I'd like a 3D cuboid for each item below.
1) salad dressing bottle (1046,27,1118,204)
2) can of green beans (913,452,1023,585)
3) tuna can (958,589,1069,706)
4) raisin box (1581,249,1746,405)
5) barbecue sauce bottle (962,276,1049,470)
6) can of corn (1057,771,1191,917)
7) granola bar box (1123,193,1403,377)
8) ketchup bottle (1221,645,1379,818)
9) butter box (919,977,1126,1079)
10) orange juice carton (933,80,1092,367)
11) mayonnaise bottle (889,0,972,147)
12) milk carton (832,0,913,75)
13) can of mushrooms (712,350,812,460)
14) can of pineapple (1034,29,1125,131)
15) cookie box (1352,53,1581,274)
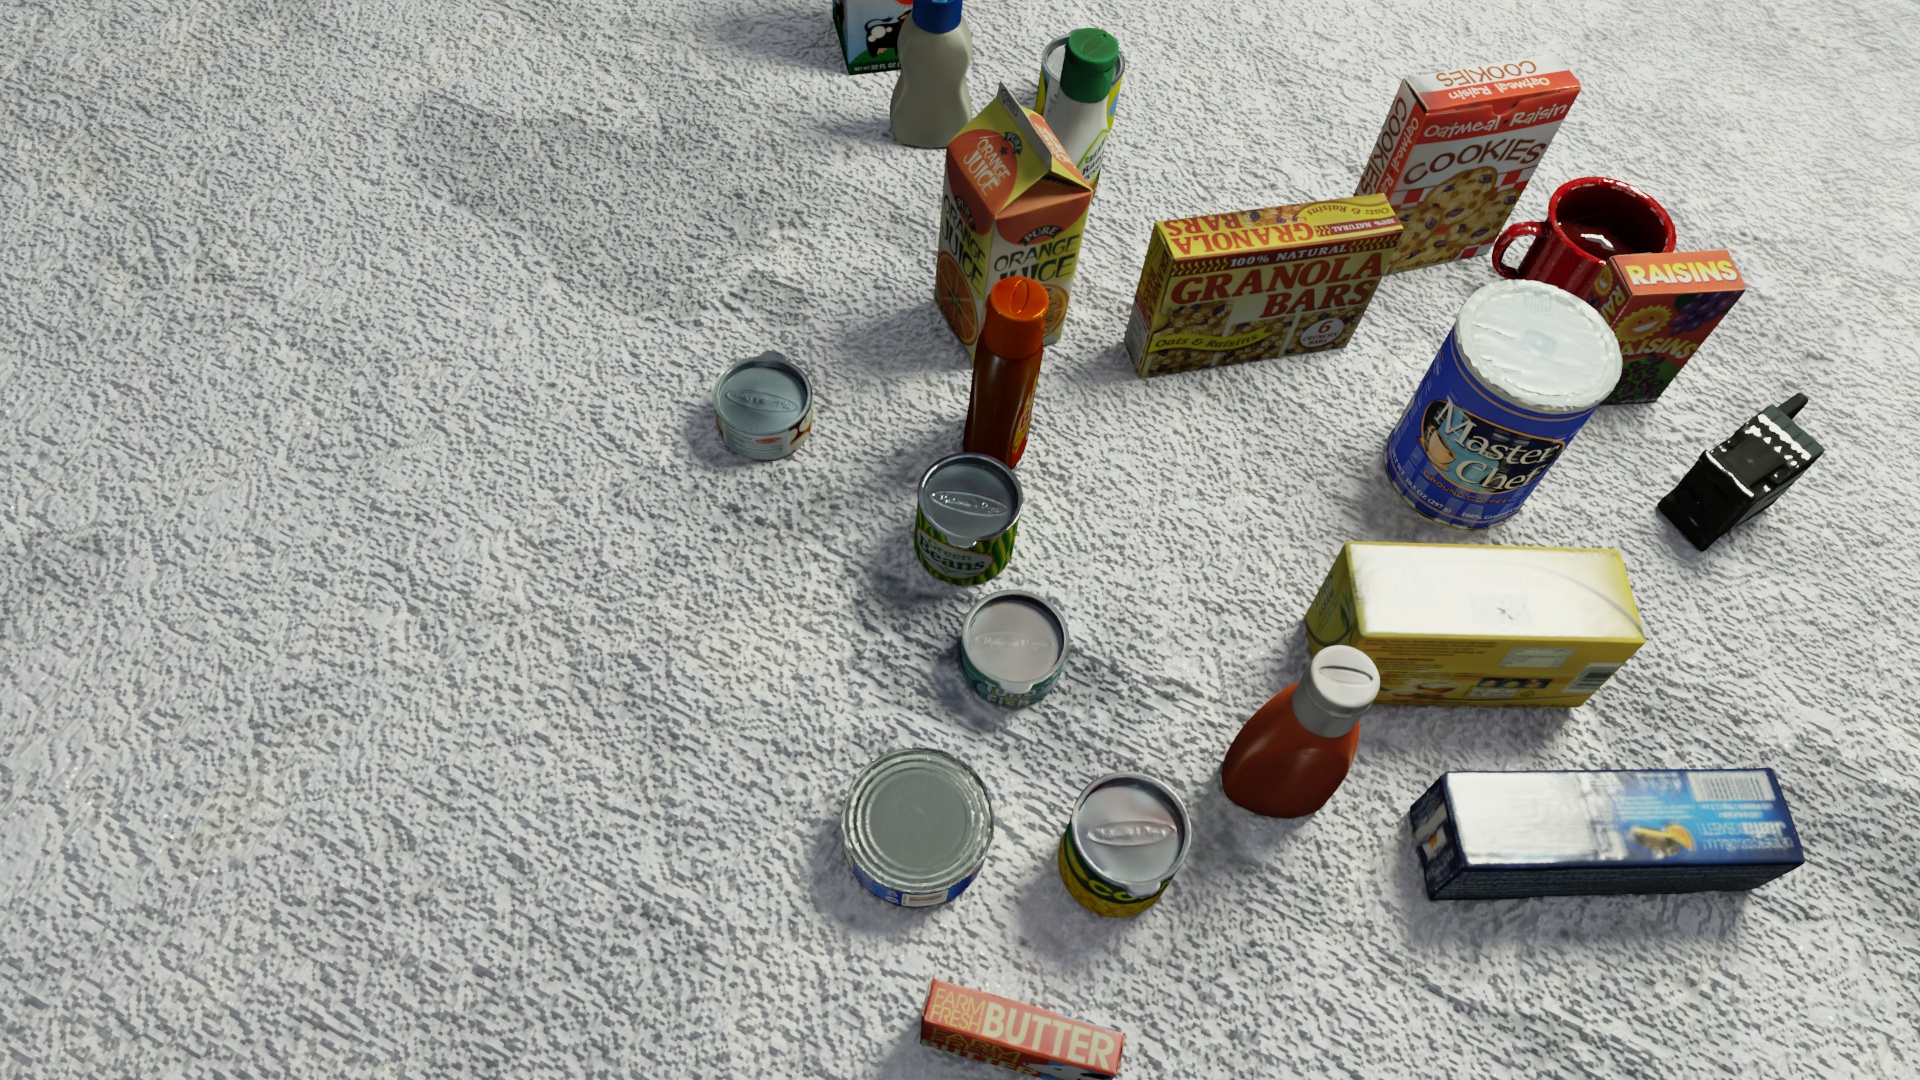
[{"bbox_3d":[0.086,-0.304,1.020,0.044,0.147,0.064,33,61,15],"label":"salad dressing bottle"},{"bbox_3d":[0.004,-0.013,0.883,0.071,0.057,0.071,2,58,-4],"label":"can of green beans"},{"bbox_3d":[0.032,0.068,0.849,0.071,0.032,0.071,2,58,-4],"label":"tuna can"},{"bbox_3d":[0.471,-0.146,0.969,0.086,0.122,0.040,-4,59,-7],"label":"raisin box"},{"bbox_3d":[0.029,-0.107,0.890,0.044,0.147,0.065,14,58,4],"label":"barbecue sauce bottle"},{"bbox_3d":[0.091,0.173,0.774,0.071,0.058,0.071,2,58,-4],"label":"can of corn"},{"bbox_3d":[0.206,-0.175,0.963,0.166,0.123,0.039,-10,60,-11],"label":"granola bar box"},{"bbox_3d":[0.191,0.108,0.770,0.065,0.148,0.044,8,58,0],"label":"ketchup bottle"},{"bbox_3d":[0.030,0.257,0.719,0.103,0.053,0.024,15,58,4],"label":"butter box"},{"bbox_3d":[0.033,-0.210,0.929,0.073,0.191,0.072,-20,62,-16],"label":"orange juice carton"},{"bbox_3d":[-0.020,-0.364,1.047,0.065,0.147,0.041,1,58,-4],"label":"mayonnaise bottle"},{"bbox_3d":[-0.061,-0.465,1.082,0.072,0.189,0.074,-9,60,-11],"label":"milk carton"},{"bbox_3d":[-0.131,-0.091,0.934,0.071,0.033,0.071,2,58,-4],"label":"can of mushrooms"},{"bbox_3d":[0.095,-0.361,1.109,0.071,0.057,0.071,2,58,-4],"label":"can of pineapple"},{"bbox_3d":[0.355,-0.267,1.009,0.123,0.166,0.040,-13,60,-13],"label":"cookie box"}]
